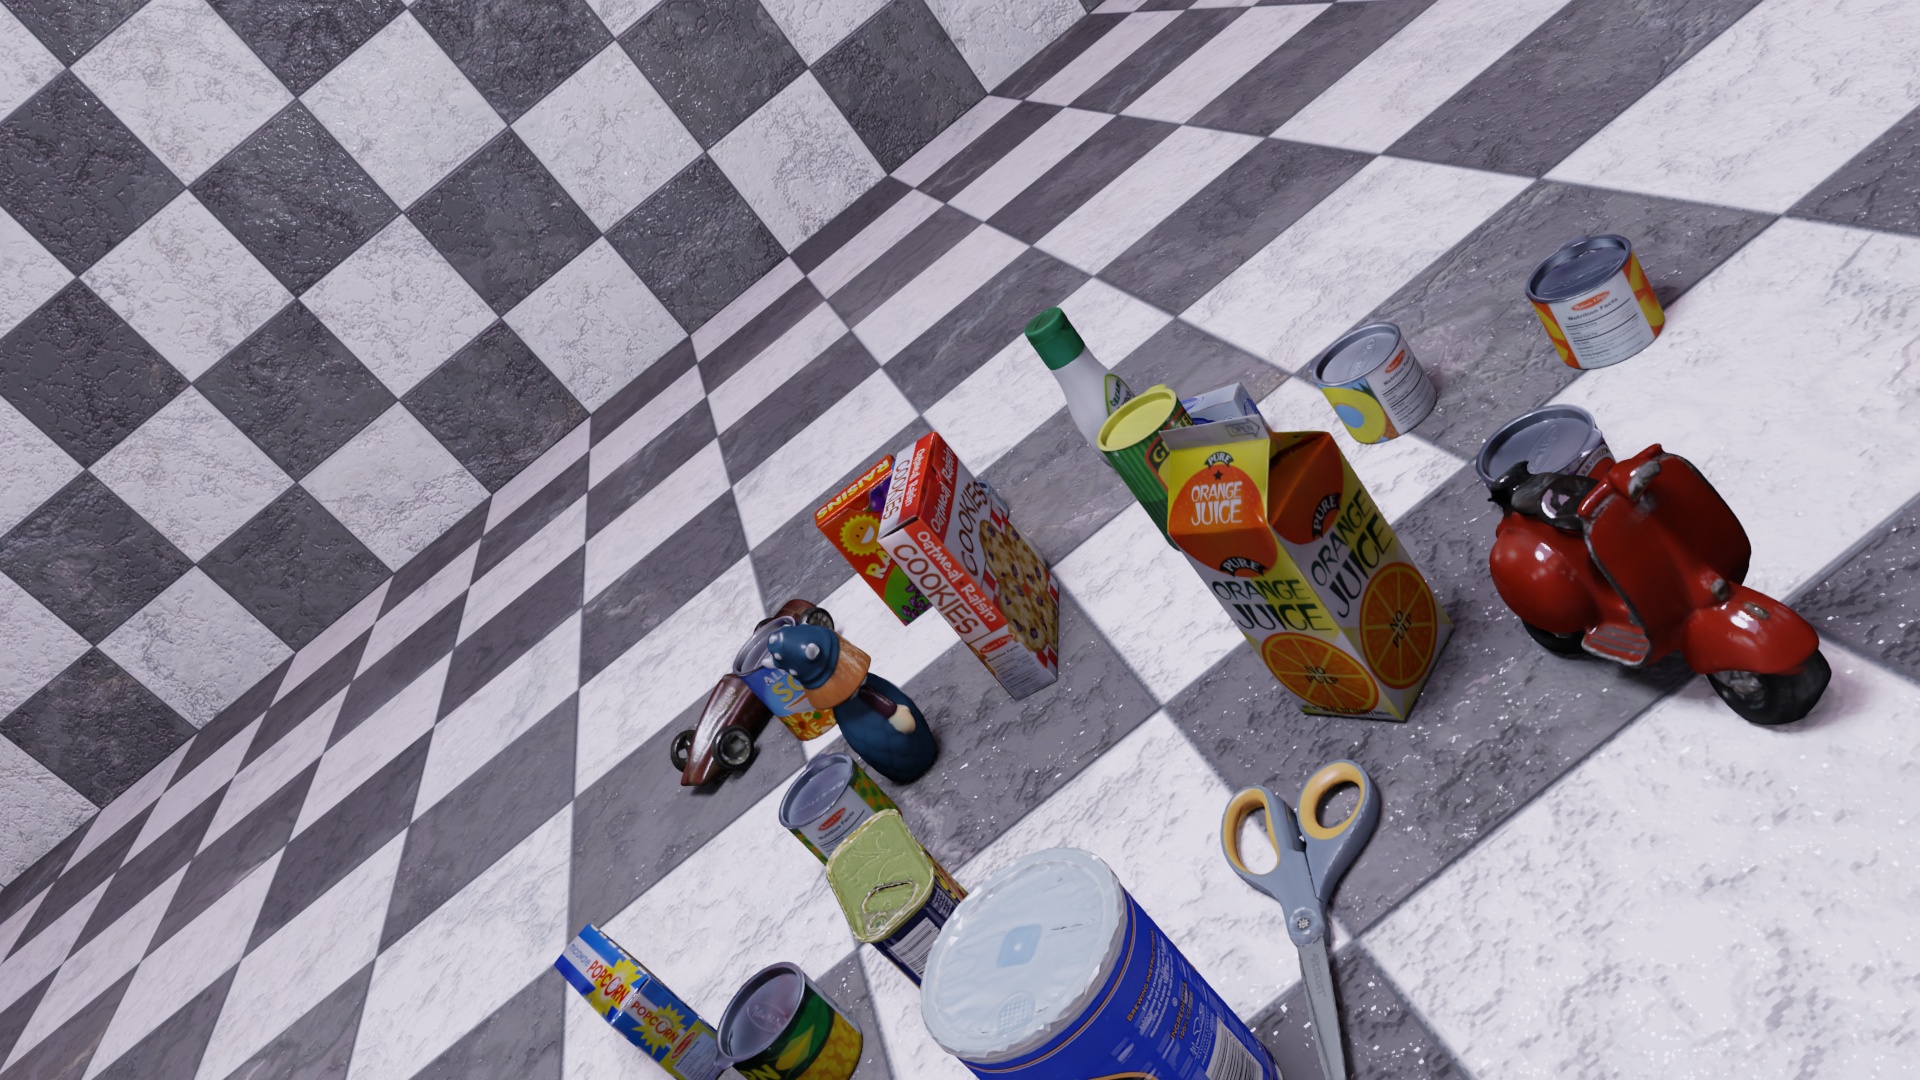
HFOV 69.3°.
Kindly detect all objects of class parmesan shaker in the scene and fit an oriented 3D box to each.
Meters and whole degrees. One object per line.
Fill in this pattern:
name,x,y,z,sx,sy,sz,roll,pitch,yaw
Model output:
parmesan shaker,0.155,-0.052,1.004,0.071,0.103,0.071,-32,25,17

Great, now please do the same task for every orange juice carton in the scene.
orange juice carton,0.182,0.007,0.751,0.071,0.192,0.073,-4,42,53

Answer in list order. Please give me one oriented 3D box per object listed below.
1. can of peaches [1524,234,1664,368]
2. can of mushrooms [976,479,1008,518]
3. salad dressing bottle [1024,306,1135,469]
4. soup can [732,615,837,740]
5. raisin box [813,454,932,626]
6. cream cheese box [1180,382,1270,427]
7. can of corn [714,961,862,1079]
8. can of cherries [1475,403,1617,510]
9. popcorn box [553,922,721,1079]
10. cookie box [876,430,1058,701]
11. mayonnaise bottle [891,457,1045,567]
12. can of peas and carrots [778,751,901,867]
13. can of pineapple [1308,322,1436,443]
can of peaches,0.403,-0.152,0.882,0.071,0.058,0.071,-32,25,17
can of mushrooms,0.006,-0.019,1.245,0.071,0.033,0.071,-32,25,17
salad dressing bottle,0.107,-0.125,1.145,0.044,0.147,0.064,-18,32,41
soup can,-0.136,0.114,1.151,0.071,0.083,0.072,-32,25,17
raisin box,-0.054,0.000,1.186,0.086,0.123,0.040,-37,24,5
cream cheese box,0.185,-0.084,1.079,0.103,0.053,0.024,-15,33,43
can of corn,-0.102,0.295,0.817,0.071,0.058,0.071,-32,25,17
can of cherries,0.332,-0.032,0.771,0.071,0.058,0.072,-32,25,17
popcorn box,-0.210,0.307,0.917,0.038,0.085,0.126,-49,26,-21
cookie box,0.011,0.016,1.010,0.040,0.167,0.123,-30,25,21
mayonnaise bottle,0.004,-0.014,1.097,0.064,0.147,0.041,-29,26,22
can of peas and carrots,-0.084,0.191,0.974,0.071,0.058,0.071,-32,25,17
can of pineapple,0.288,-0.110,0.971,0.071,0.057,0.071,-32,25,17
